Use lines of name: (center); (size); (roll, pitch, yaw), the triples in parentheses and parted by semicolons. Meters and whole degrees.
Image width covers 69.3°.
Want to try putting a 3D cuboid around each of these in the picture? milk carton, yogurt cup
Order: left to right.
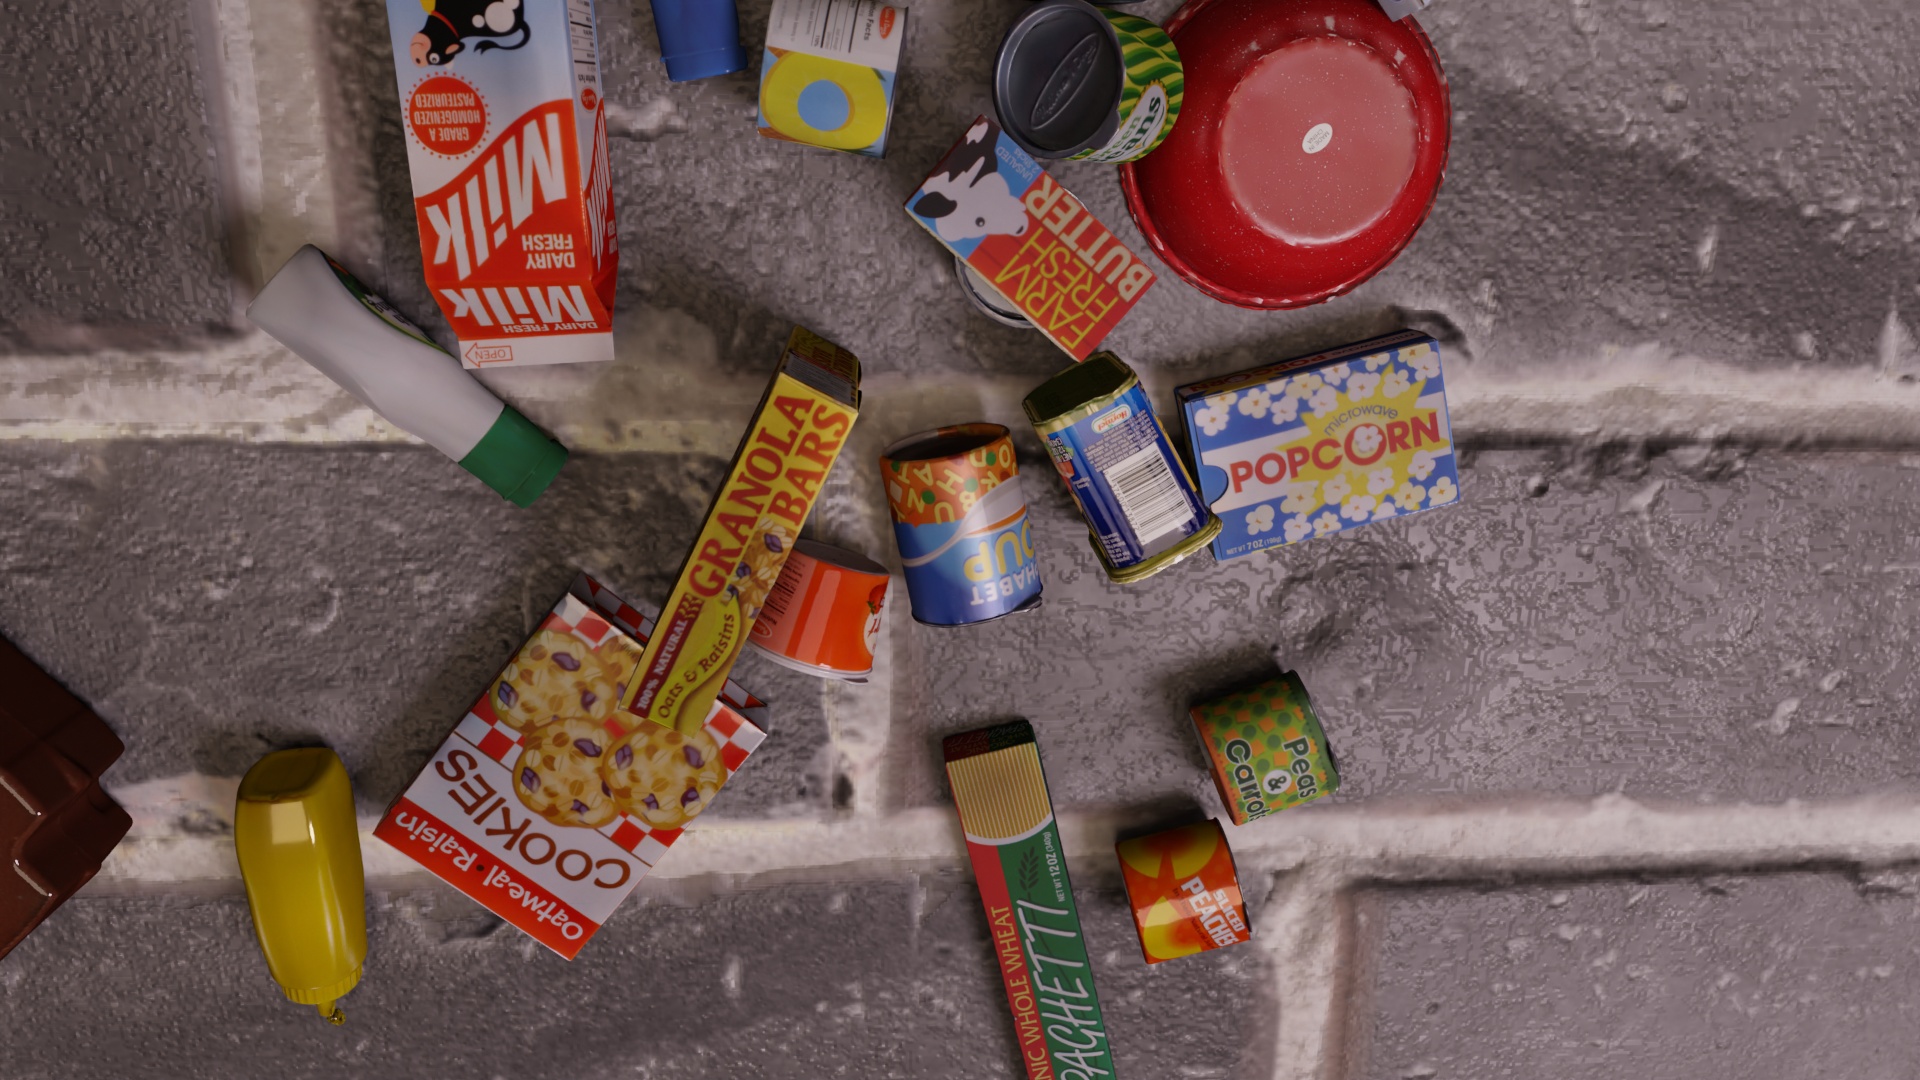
milk carton: (-0.196, -0.171, 0.609); (0.072, 0.073, 0.189); (-3, 107, -3)
yogurt cup: (-0.069, 0.032, 0.685); (0.072, 0.072, 0.054); (17, 97, -9)

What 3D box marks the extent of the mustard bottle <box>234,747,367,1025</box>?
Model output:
mustard bottle: (-0.335, 0.188, 0.715); (0.049, 0.065, 0.159); (-1, 111, -8)

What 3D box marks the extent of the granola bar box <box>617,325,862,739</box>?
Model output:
granola bar box: (-0.097, -0.008, 0.638); (0.039, 0.124, 0.165); (25, 104, -11)

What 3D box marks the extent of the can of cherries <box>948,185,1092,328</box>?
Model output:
can of cherries: (0.031, -0.134, 0.643); (0.071, 0.058, 0.071); (-1, 106, -4)

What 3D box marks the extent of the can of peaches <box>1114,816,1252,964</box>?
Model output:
can of peaches: (0.118, 0.188, 0.740); (0.058, 0.071, 0.071); (-14, 107, 2)

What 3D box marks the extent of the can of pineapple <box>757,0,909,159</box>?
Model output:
can of pineapple: (-0.056, -0.205, 0.613); (0.058, 0.071, 0.070); (9, 106, -6)

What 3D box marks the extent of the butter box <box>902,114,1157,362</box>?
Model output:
butter box: (0.030, -0.129, 0.600); (0.103, 0.024, 0.053); (40, 101, -12)

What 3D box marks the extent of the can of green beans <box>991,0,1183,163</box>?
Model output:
can of green beans: (0.057, -0.200, 0.611); (0.071, 0.058, 0.071); (8, 104, 35)

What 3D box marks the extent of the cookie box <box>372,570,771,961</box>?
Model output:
cookie box: (-0.198, 0.118, 0.715); (0.123, 0.040, 0.167); (39, 100, -13)

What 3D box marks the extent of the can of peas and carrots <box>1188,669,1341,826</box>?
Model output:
can of peas and carrots: (0.157, 0.109, 0.718); (0.059, 0.071, 0.070); (-21, 107, 3)

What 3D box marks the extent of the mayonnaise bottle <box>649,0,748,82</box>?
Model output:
mayonnaise bottle: (-0.123, -0.274, 0.591); (0.041, 0.065, 0.147); (-12, 111, -4)

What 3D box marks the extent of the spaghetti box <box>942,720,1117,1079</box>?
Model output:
spaghetti box: (0.043, 0.219, 0.767); (0.050, 0.029, 0.249); (-13, 107, 1)

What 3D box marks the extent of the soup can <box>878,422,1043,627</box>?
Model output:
soup can: (0.002, -0.008, 0.673); (0.071, 0.071, 0.083); (-12, 107, 0)

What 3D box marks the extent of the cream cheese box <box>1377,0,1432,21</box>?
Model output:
cream cheese box: (0.215, -0.281, 0.610); (0.104, 0.024, 0.053); (-43, 104, -13)

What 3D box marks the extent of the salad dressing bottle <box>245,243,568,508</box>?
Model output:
salad dressing bottle: (-0.252, -0.073, 0.645); (0.147, 0.064, 0.044); (40, 82, -22)

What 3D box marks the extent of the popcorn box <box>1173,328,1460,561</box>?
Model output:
popcorn box: (0.177, -0.048, 0.689); (0.127, 0.038, 0.085); (-14, 108, 0)

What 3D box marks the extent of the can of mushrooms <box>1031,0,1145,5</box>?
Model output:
can of mushrooms: (0.047, -0.254, 0.606); (0.071, 0.071, 0.033); (1, 107, -4)
